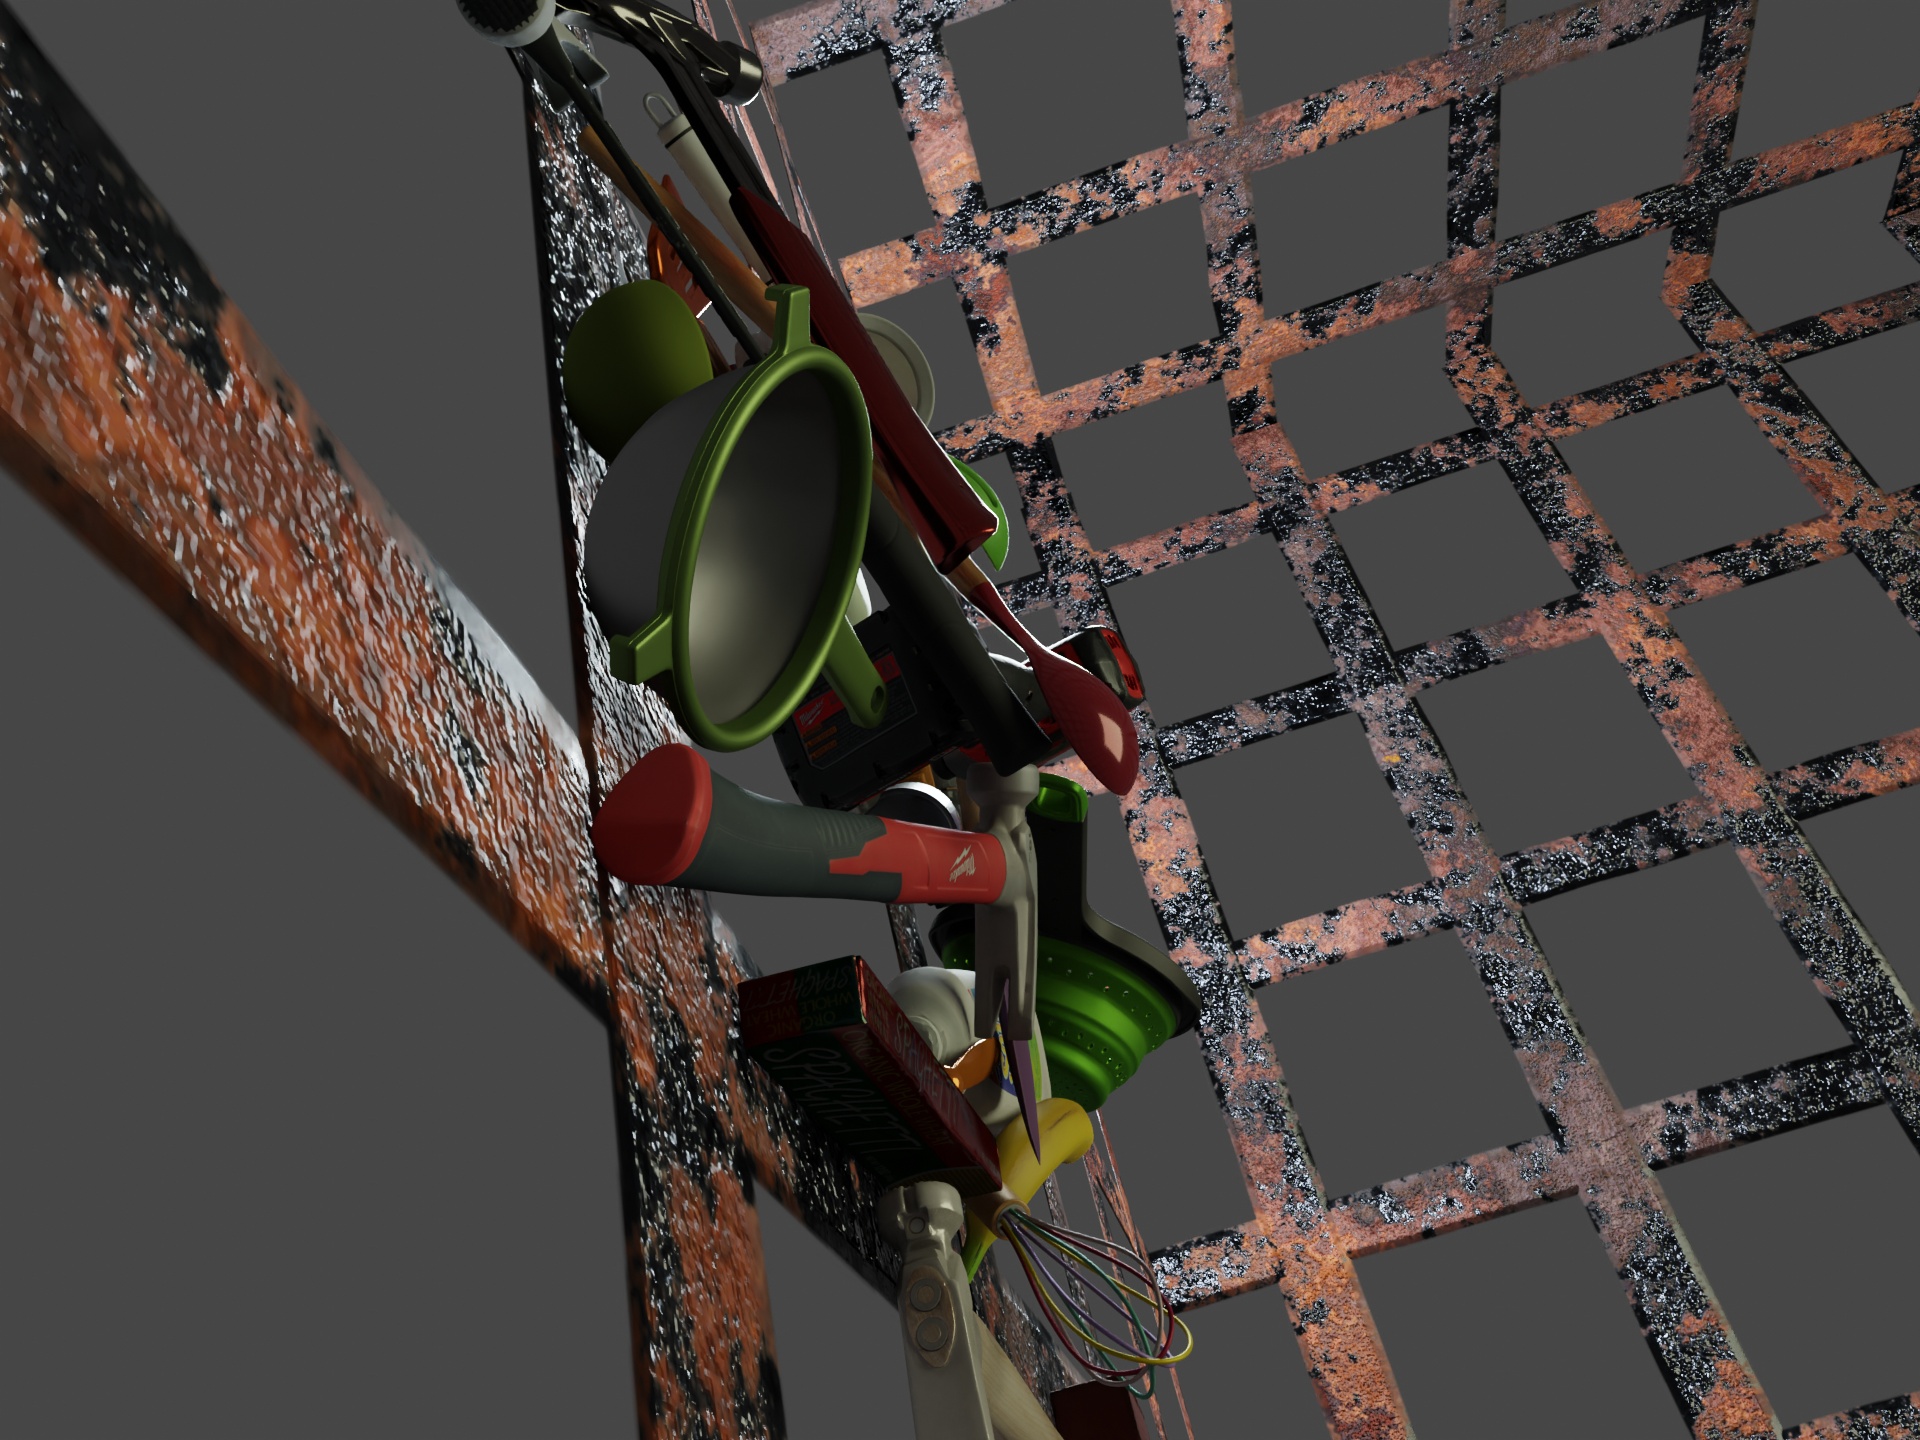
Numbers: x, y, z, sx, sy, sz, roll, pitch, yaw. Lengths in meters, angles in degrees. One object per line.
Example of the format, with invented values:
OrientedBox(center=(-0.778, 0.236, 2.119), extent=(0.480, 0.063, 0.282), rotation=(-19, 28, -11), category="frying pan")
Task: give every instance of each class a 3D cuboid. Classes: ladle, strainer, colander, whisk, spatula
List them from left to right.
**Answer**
OrientedBox(center=(-0.117, -0.116, 0.750), extent=(0.320, 0.062, 0.078), rotation=(64, 2, -82), category="ladle")
OrientedBox(center=(-0.130, -0.203, 0.852), extent=(0.323, 0.041, 0.080), rotation=(-120, -173, -50), category="spatula")
OrientedBox(center=(-0.084, -0.052, 0.634), extent=(0.256, 0.069, 0.151), rotation=(63, 46, -69), category="strainer")
OrientedBox(center=(-0.097, -0.244, 0.908), extent=(0.258, 0.087, 0.050), rotation=(53, -25, -20), category="strainer")
OrientedBox(center=(-0.004, -0.080, 0.813), extent=(0.316, 0.031, 0.069), rotation=(50, 13, 32), category="ladle")
OrientedBox(center=(0.019, 0.115, 0.933), extent=(0.059, 0.018, 0.316), rotation=(76, 3, -45), category="spatula")
OrientedBox(center=(0.037, 0.250, 0.764), extent=(0.245, 0.047, 0.051), rotation=(18, -50, 66), category="whisk")
OrientedBox(center=(0.056, 0.171, 1.066), extent=(0.396, 0.204, 0.095), rotation=(83, 24, -56), category="colander")

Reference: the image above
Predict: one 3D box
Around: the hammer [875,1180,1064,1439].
OrientedBox(center=(0.038, 0.377, 0.810), extent=(0.410, 0.038, 0.146), rotation=(68, 7, -51), category="hammer")

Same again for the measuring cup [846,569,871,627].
OrientedBox(center=(-0.105, -0.140, 1.143), extent=(0.083, 0.038, 0.167), rotation=(-97, 169, -70), category="measuring cup")

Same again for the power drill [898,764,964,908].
OrientedBox(center=(-0.016, 0.055, 1.241), extent=(0.226, 0.084, 0.185), rotation=(33, 41, -78), category="power drill")

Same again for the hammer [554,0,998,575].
OrientedBox(center=(-0.088, -0.229, 0.803), extent=(0.149, 0.036, 0.359), rotation=(-5, 61, -55), category="hammer")

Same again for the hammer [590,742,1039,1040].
OrientedBox(center=(-0.035, 0.073, 0.659), extent=(0.386, 0.038, 0.143), rotation=(20, 70, -70), category="hammer")

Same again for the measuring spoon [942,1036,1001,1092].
OrientedBox(center=(0.009, 0.176, 0.801), extent=(0.117, 0.011, 0.021), rotation=(8, 82, -75), category="measuring spoon")

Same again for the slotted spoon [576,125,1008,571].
OrientedBox(center=(-0.082, -0.198, 0.846), extent=(0.313, 0.031, 0.070), rotation=(43, 7, -8), category="slotted spoon")

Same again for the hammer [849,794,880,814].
OrientedBox(center=(-0.094, -0.100, 1.018), extent=(0.332, 0.031, 0.129), rotation=(-98, 169, -46), category="hammer")

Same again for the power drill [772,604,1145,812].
OrientedBox(center=(-0.001, -0.003, 0.888), extent=(0.219, 0.143, 0.079), rotation=(0, 64, -58), category="power drill")

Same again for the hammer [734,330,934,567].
OrientedBox(center=(-0.071, -0.159, 1.054), extent=(0.330, 0.033, 0.128), rotation=(38, 33, -71), category="hammer")

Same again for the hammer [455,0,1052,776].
OrientedBox(center=(-0.079, -0.143, 0.714), extent=(0.408, 0.036, 0.149), rotation=(56, 3, -12), category="hammer")
